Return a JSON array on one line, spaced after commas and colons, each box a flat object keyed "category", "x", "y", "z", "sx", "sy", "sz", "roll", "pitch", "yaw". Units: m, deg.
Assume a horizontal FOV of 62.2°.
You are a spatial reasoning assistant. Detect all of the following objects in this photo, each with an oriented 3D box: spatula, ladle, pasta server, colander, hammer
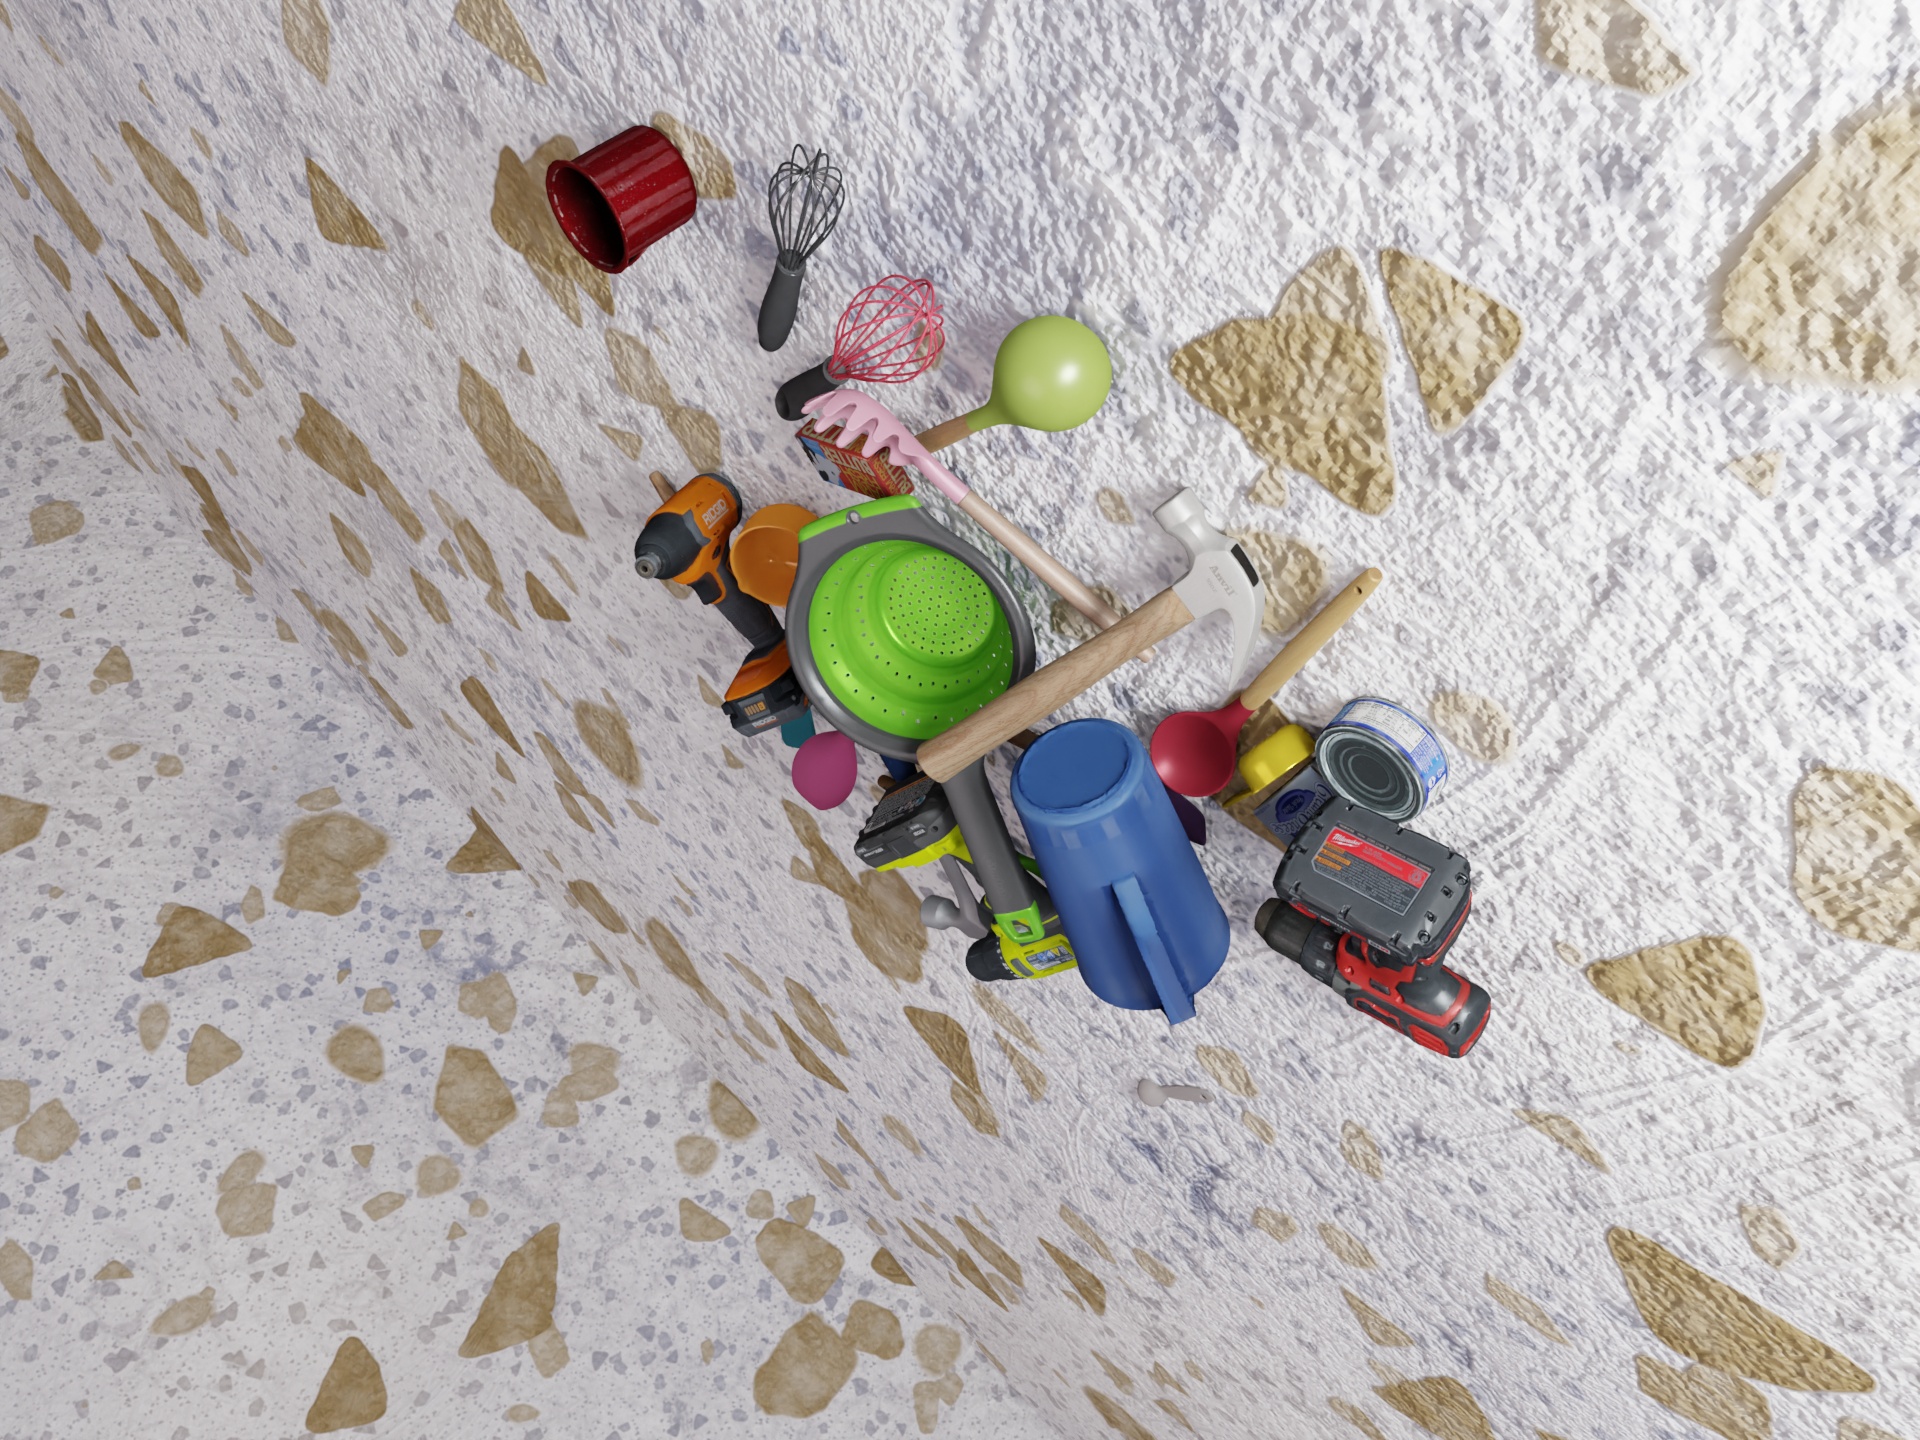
[{"category": "spatula", "x": 0.081, "y": 0.027, "z": 1.377, "sx": 0.316, "sy": 0.018, "sz": 0.059, "roll": 26, "pitch": 145, "yaw": 34}, {"category": "ladle", "x": 0.007, "y": -0.220, "z": 1.149, "sx": 0.078, "sy": 0.062, "sz": 0.320, "roll": 43, "pitch": 162, "yaw": -18}, {"category": "pasta server", "x": 0.018, "y": -0.141, "z": 1.172, "sx": 0.316, "sy": 0.040, "sz": 0.060, "roll": 40, "pitch": 171, "yaw": -8}, {"category": "colander", "x": -0.002, "y": -0.004, "z": 1.304, "sx": 0.204, "sy": 0.094, "sz": 0.396, "roll": -13, "pitch": 110, "yaw": 23}, {"category": "hammer", "x": 0.083, "y": -0.032, "z": 1.152, "sx": 0.331, "sy": 0.031, "sz": 0.130, "roll": -34, "pitch": 96, "yaw": 40}, {"category": "hammer", "x": -0.040, "y": 0.063, "z": 1.488, "sx": 0.144, "sy": 0.035, "sz": 0.405, "roll": 8, "pitch": 136, "yaw": 38}, {"category": "spatula", "x": -0.232, "y": -0.112, "z": 1.622, "sx": 0.317, "sy": 0.044, "sz": 0.082, "roll": 58, "pitch": 155, "yaw": -17}, {"category": "ladle", "x": 0.212, "y": -0.025, "z": 1.111, "sx": 0.069, "sy": 0.031, "sz": 0.315, "roll": 46, "pitch": 151, "yaw": 7}]

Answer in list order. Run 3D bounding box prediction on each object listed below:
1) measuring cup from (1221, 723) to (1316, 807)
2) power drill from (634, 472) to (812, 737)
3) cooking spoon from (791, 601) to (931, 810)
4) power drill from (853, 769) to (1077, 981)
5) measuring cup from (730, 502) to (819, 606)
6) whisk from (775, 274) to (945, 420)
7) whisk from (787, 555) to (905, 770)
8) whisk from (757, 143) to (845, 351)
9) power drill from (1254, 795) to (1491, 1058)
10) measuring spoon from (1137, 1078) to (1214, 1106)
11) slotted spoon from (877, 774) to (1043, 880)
[{"category": "measuring cup", "x": 0.215, "y": 0.037, "z": 1.172, "sx": 0.029, "sy": 0.062, "sz": 0.156, "roll": 56, "pitch": 164, "yaw": 6}, {"category": "power drill", "x": -0.216, "y": -0.102, "z": 1.472, "sx": 0.084, "sy": 0.164, "sz": 0.226, "roll": -20, "pitch": 110, "yaw": 26}, {"category": "cooking spoon", "x": -0.094, "y": -0.009, "z": 1.493, "sx": 0.069, "sy": 0.017, "sz": 0.318, "roll": 42, "pitch": 136, "yaw": 6}, {"category": "power drill", "x": 0.017, "y": 0.152, "z": 1.450, "sx": 0.228, "sy": 0.080, "sz": 0.190, "roll": 44, "pitch": 139, "yaw": -17}, {"category": "measuring cup", "x": -0.130, "y": -0.124, "z": 1.443, "sx": 0.095, "sy": 0.052, "sz": 0.173, "roll": -27, "pitch": 120, "yaw": 33}, {"category": "whisk", "x": -0.086, "y": -0.268, "z": 1.195, "sx": 0.073, "sy": 0.073, "sz": 0.296, "roll": 55, "pitch": 158, "yaw": -13}, {"category": "whisk", "x": -0.103, "y": -0.052, "z": 1.517, "sx": 0.058, "sy": 0.059, "sz": 0.246, "roll": -19, "pitch": 112, "yaw": 18}, {"category": "whisk", "x": -0.127, "y": -0.339, "z": 1.172, "sx": 0.055, "sy": 0.055, "sz": 0.239, "roll": 46, "pitch": 157, "yaw": 3}, {"category": "power drill", "x": 0.285, "y": 0.147, "z": 1.144, "sx": 0.188, "sy": 0.080, "sz": 0.226, "roll": 28, "pitch": 161, "yaw": 32}, {"category": "measuring spoon", "x": 0.221, "y": 0.391, "z": 1.651, "sx": 0.034, "sy": 0.018, "sz": 0.124, "roll": 53, "pitch": 152, "yaw": -10}, {"category": "slotted spoon", "x": 0.026, "y": 0.117, "z": 1.567, "sx": 0.314, "sy": 0.031, "sz": 0.070, "roll": 27, "pitch": 146, "yaw": 38}]
